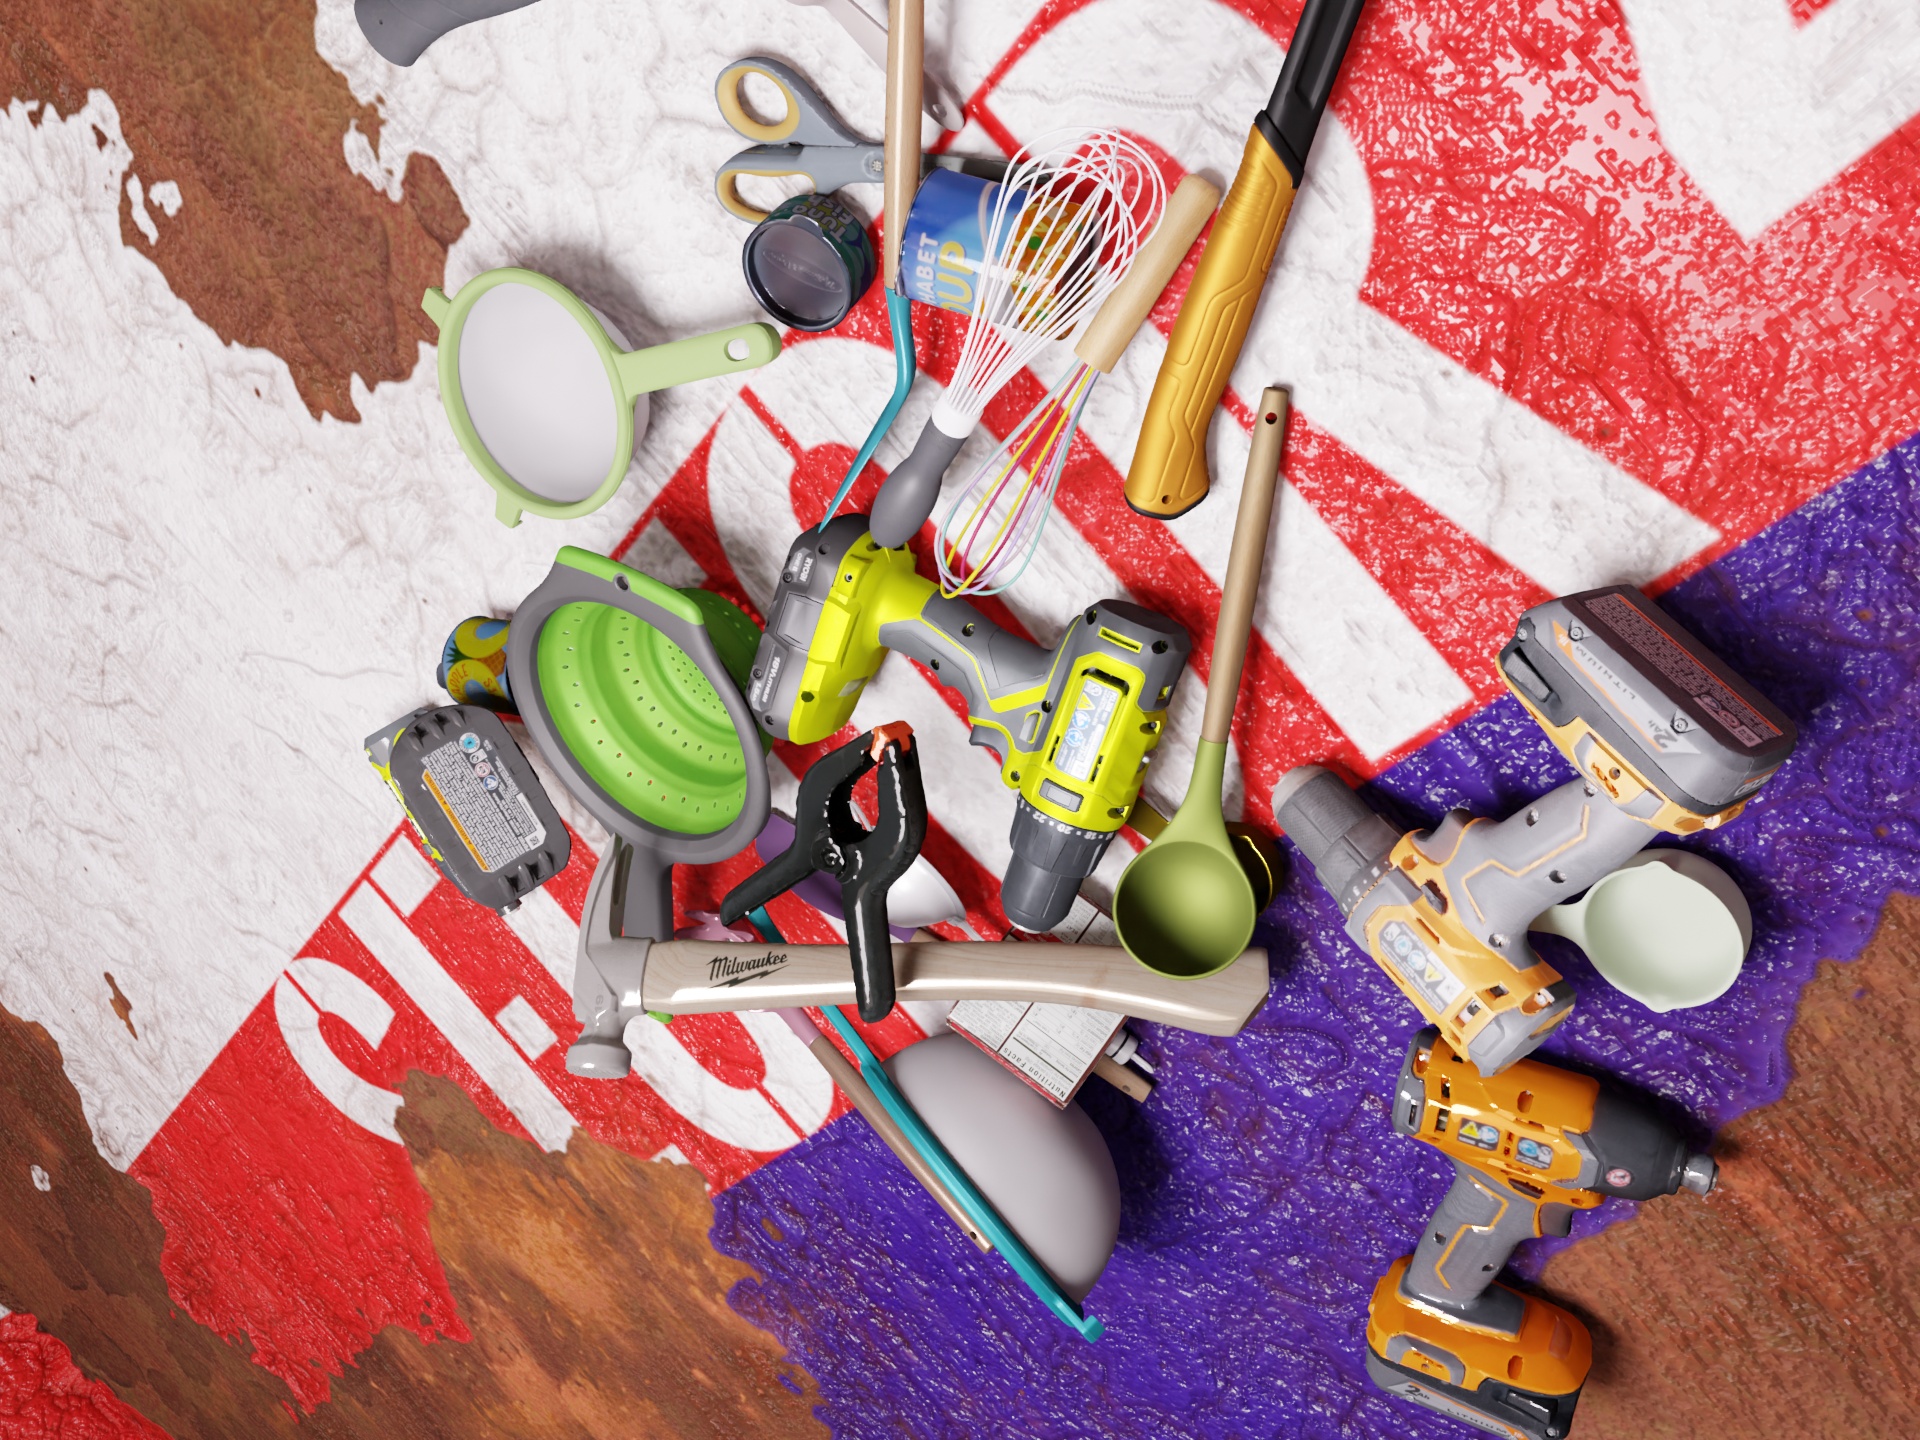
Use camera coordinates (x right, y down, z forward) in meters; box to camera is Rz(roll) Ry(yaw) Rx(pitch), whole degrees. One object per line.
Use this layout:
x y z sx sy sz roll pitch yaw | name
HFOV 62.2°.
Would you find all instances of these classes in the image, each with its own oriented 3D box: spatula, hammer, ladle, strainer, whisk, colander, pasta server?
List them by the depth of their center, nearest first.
0.128 -0.235 0.716 0.127 0.034 0.336 4 131 -15 | hammer
0.010 -0.170 0.761 0.070 0.070 0.284 43 141 4 | whisk
0.055 -0.159 0.796 0.051 0.047 0.245 36 114 5 | whisk
-0.042 -0.247 0.807 0.044 0.082 0.317 9 125 7 | spatula
0.136 -0.011 0.827 0.078 0.062 0.320 9 112 7 | ladle
-0.178 -0.417 0.833 0.409 0.036 0.149 -1 113 32 | hammer
-0.028 0.139 0.935 0.410 0.146 0.038 -1 159 10 | hammer
-0.196 -0.206 0.937 0.256 0.069 0.151 -4 111 32 | strainer
0.019 0.147 1.012 0.258 0.050 0.087 37 159 2 | strainer
-0.004 0.222 1.015 0.340 0.095 0.211 51 172 1 | strainer
-0.010 0.159 1.056 0.316 0.018 0.059 32 131 15 | spatula
-0.188 0.046 1.060 0.204 0.094 0.396 24 132 20 | colander
-0.087 0.243 1.092 0.316 0.040 0.060 44 122 24 | pasta server

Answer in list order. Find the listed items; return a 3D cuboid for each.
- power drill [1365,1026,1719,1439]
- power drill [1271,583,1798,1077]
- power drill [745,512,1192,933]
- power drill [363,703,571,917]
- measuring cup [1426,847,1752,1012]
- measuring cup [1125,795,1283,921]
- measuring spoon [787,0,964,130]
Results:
0.317 0.292 0.889 0.164 0.084 0.226 14 118 25 | power drill
0.259 0.038 0.773 0.185 0.084 0.226 51 133 28 | power drill
-0.001 -0.003 0.901 0.228 0.080 0.190 26 108 18 | power drill
-0.352 0.068 1.137 0.171 0.080 0.223 60 157 -8 | power drill
0.315 0.095 0.813 0.168 0.038 0.083 8 116 40 | measuring cup
0.119 0.057 0.921 0.157 0.029 0.062 37 125 22 | measuring cup
-0.046 -0.330 0.779 0.124 0.018 0.034 38 151 -24 | measuring spoon
